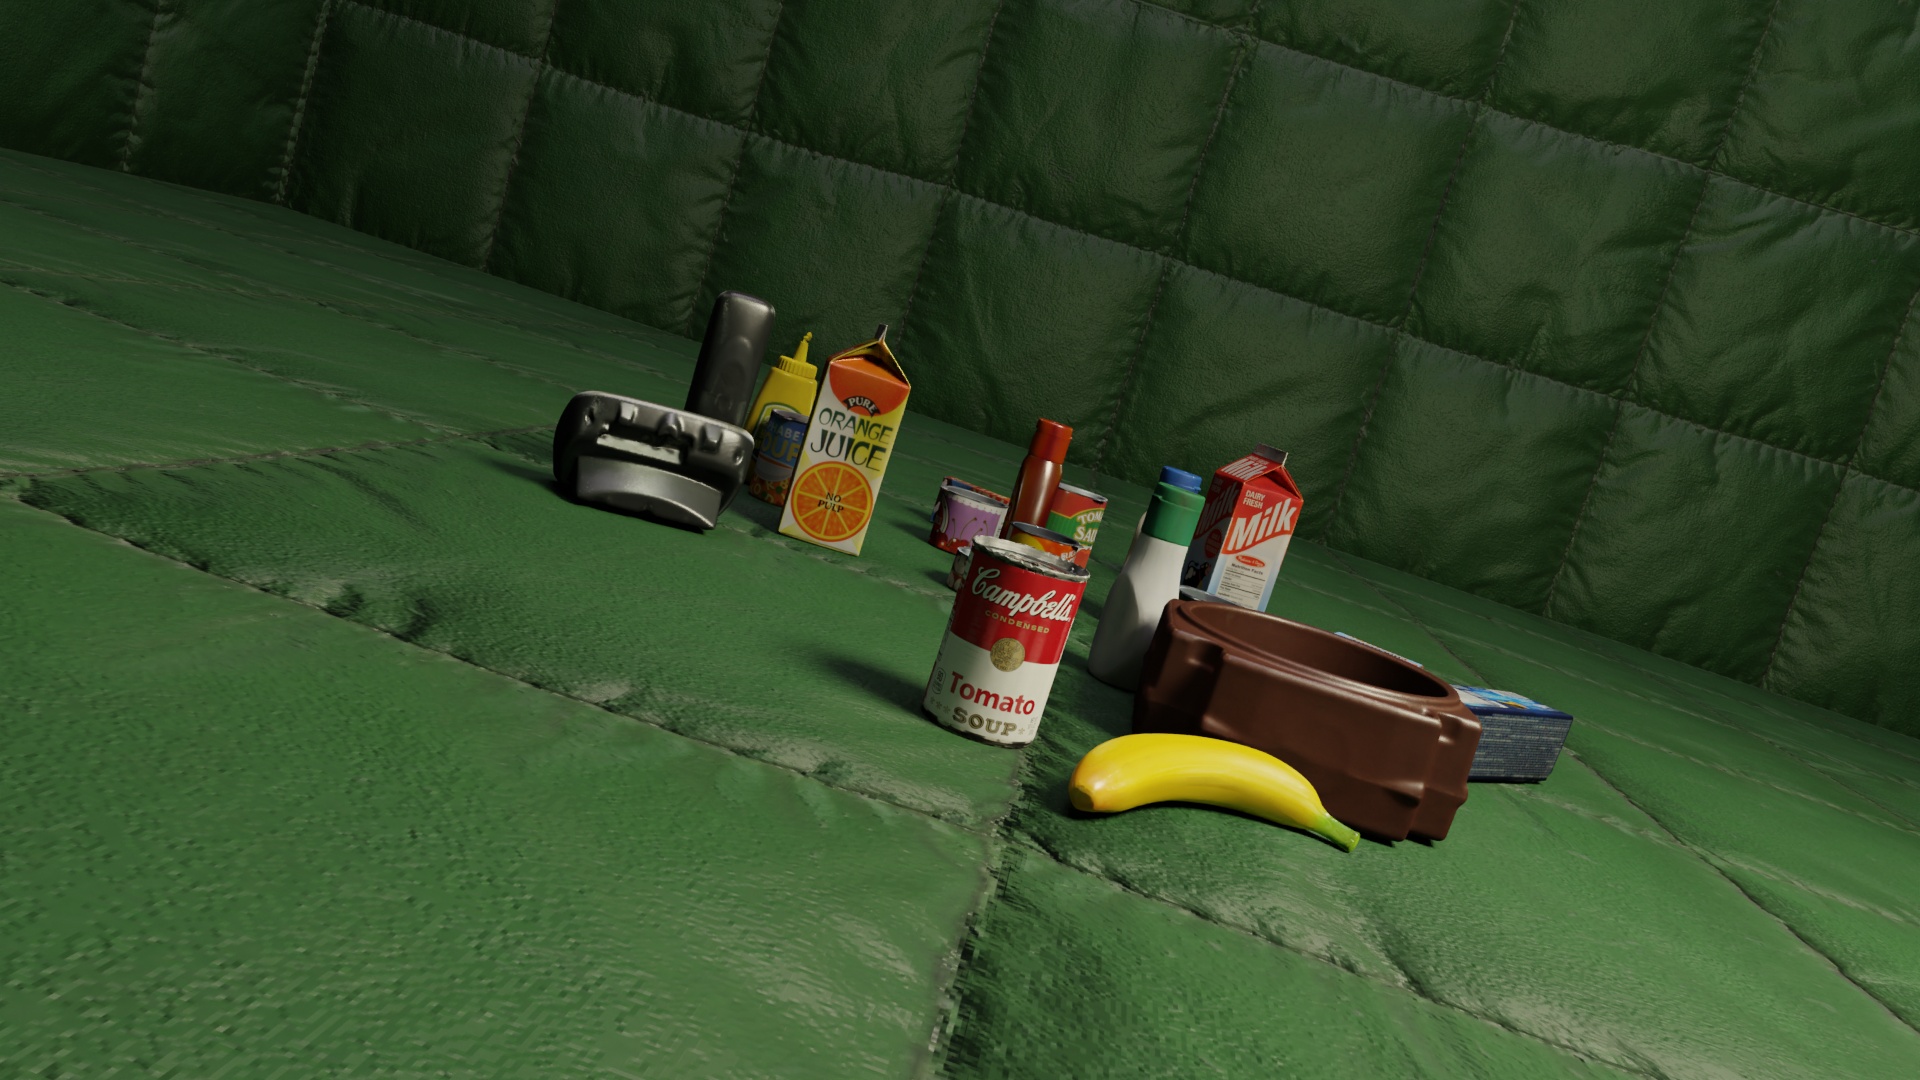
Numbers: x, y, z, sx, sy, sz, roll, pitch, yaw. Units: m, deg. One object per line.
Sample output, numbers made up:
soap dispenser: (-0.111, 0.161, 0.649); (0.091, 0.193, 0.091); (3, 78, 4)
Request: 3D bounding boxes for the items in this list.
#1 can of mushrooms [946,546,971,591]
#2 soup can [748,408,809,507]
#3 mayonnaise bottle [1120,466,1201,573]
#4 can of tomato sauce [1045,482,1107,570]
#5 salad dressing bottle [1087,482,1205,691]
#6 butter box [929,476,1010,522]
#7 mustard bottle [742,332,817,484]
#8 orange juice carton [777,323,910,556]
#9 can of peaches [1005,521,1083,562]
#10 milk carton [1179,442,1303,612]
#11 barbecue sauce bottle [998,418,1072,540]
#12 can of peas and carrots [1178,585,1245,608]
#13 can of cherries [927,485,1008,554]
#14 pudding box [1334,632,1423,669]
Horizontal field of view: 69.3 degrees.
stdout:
can of mushrooms: (0.023, 0.031, 1.174); (0.071, 0.033, 0.071); (17, 8, -2)
soup can: (-0.161, -0.076, 1.317); (0.071, 0.083, 0.071); (17, 8, -2)
mayonnaise bottle: (0.175, 0.009, 1.240); (0.041, 0.148, 0.065); (22, 9, 31)
can of tomato sauce: (0.116, -0.014, 1.493); (0.071, 0.083, 0.071); (17, 8, -2)
salad dressing bottle: (0.136, 0.033, 0.999); (0.044, 0.147, 0.064); (14, 8, -25)
butter box: (0.023, -0.028, 1.494); (0.103, 0.053, 0.024); (21, 8, 20)
mustard bottle: (-0.176, -0.130, 1.371); (0.065, 0.160, 0.049); (16, 8, -11)
orange juice carton: (-0.094, -0.092, 1.182); (0.073, 0.192, 0.072); (17, 8, -9)
can of peaches: (0.070, 0.021, 1.254); (0.071, 0.058, 0.071); (17, 8, -2)
milk carton: (0.290, -0.006, 1.432); (0.073, 0.190, 0.072); (15, 8, -17)
barbecue sauce bottle: (0.074, -0.047, 1.392); (0.044, 0.148, 0.065); (18, 8, -1)
can of peas and carrots: (0.201, 0.076, 1.166); (0.071, 0.058, 0.071); (17, 8, -2)
can of cherries: (0.005, -0.017, 1.364); (0.071, 0.058, 0.071); (17, 8, -2)
pudding box: (0.369, 0.120, 1.259); (0.084, 0.049, 0.030); (22, 9, 27)
